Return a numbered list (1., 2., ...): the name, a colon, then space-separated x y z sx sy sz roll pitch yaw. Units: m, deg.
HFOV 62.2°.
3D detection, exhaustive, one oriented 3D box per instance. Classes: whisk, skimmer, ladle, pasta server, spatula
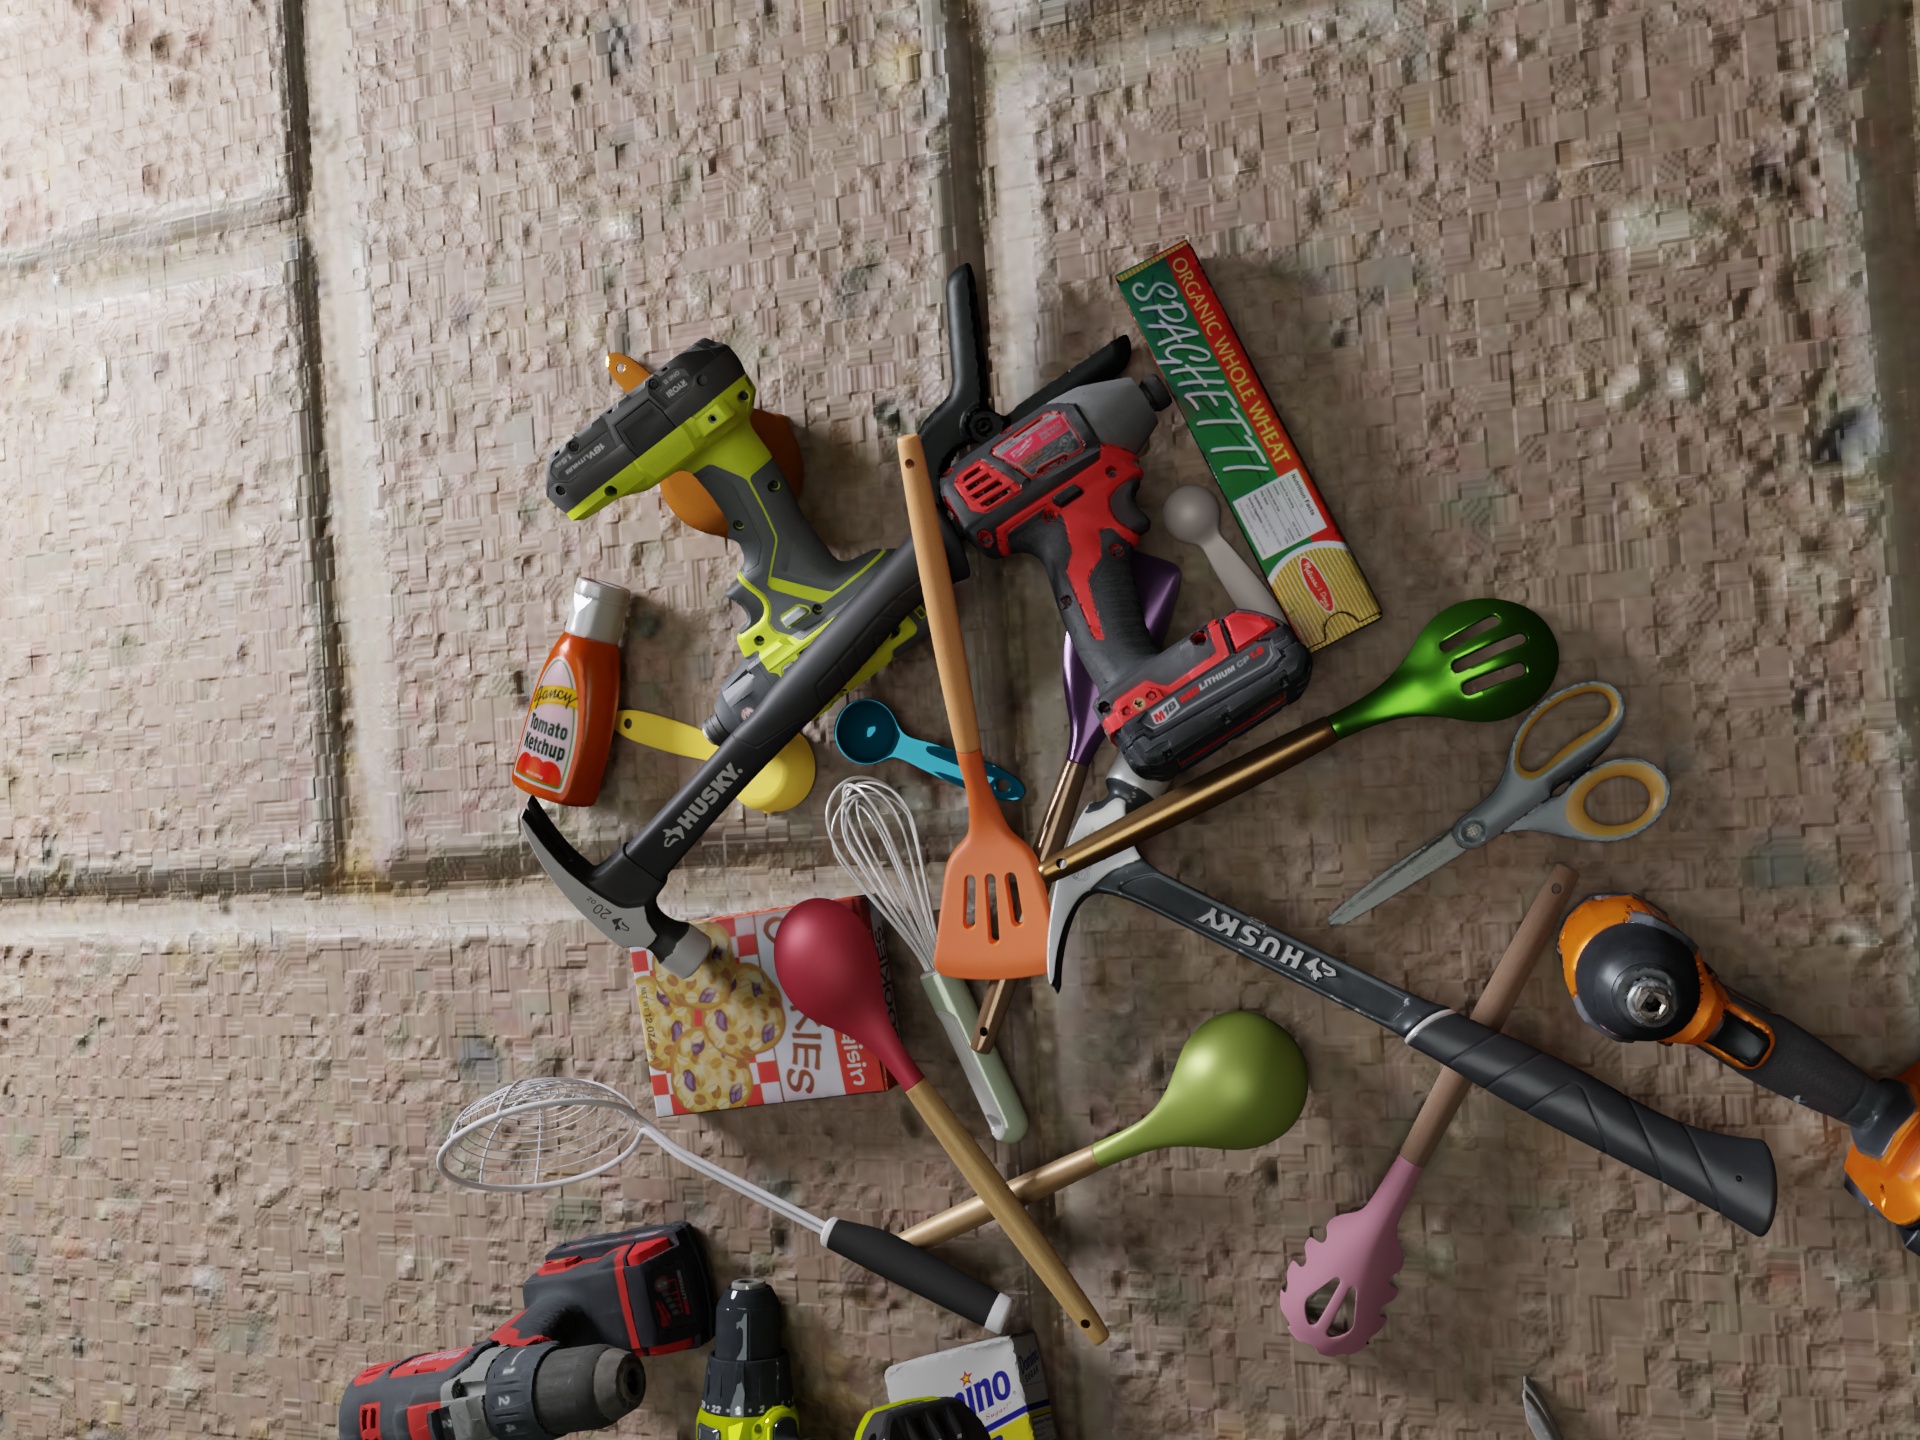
1. whisk: -0.018 0.147 0.984 0.058 0.059 0.246 -31 83 56
2. skimmer: -0.148 0.317 0.987 0.363 0.127 0.090 22 54 13
3. ladle: 0.066 0.267 0.963 0.320 0.062 0.078 -32 91 24
4. ladle: -0.012 0.240 0.953 0.069 0.031 0.315 -40 82 15
5. pasta server: 0.266 0.222 0.894 0.060 0.040 0.316 28 96 17
6. spatula: -0.001 -0.003 0.915 0.081 0.041 0.322 -5 109 18
7. spatula: 0.060 0.049 0.958 0.060 0.018 0.316 18 90 19

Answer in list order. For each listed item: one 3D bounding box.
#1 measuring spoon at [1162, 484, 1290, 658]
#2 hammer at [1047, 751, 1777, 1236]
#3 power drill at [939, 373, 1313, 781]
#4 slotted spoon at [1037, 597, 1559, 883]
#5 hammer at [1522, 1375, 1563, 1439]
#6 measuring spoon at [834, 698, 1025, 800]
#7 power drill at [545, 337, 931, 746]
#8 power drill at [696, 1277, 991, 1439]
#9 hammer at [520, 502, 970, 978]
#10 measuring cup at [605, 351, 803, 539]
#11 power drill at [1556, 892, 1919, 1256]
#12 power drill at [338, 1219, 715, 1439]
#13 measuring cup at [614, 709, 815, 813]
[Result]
1. measuring spoon: 0.160 -0.086 0.931 0.034 0.018 0.124 -37 79 16
2. hammer: 0.234 0.161 0.863 0.409 0.036 0.149 26 77 20
3. power drill: 0.099 -0.088 0.901 0.143 0.078 0.220 -33 76 4
4. slotted spoon: 0.184 0.018 0.885 0.314 0.031 0.070 -27 75 7
5. hammer: 0.179 0.483 0.921 0.359 0.036 0.149 -17 85 19
6. measuring spoon: -0.018 0.022 1.001 0.128 0.021 0.042 21 97 9
7. power drill: -0.139 -0.101 0.967 0.171 0.080 0.223 -35 105 10
8. power drill: -0.084 0.448 0.957 0.228 0.080 0.191 -10 77 48
9. hammer: -0.118 0.001 0.950 0.146 0.035 0.334 40 103 -17
10. measuring cup: -0.182 -0.189 1.035 0.174 0.052 0.095 42 103 13
11. power drill: 0.401 0.168 0.771 0.226 0.164 0.084 32 100 15
12. power drill: -0.234 0.379 0.966 0.188 0.226 0.080 -16 86 20
13. measuring cup: -0.170 0.019 1.045 0.156 0.029 0.062 15 96 19
